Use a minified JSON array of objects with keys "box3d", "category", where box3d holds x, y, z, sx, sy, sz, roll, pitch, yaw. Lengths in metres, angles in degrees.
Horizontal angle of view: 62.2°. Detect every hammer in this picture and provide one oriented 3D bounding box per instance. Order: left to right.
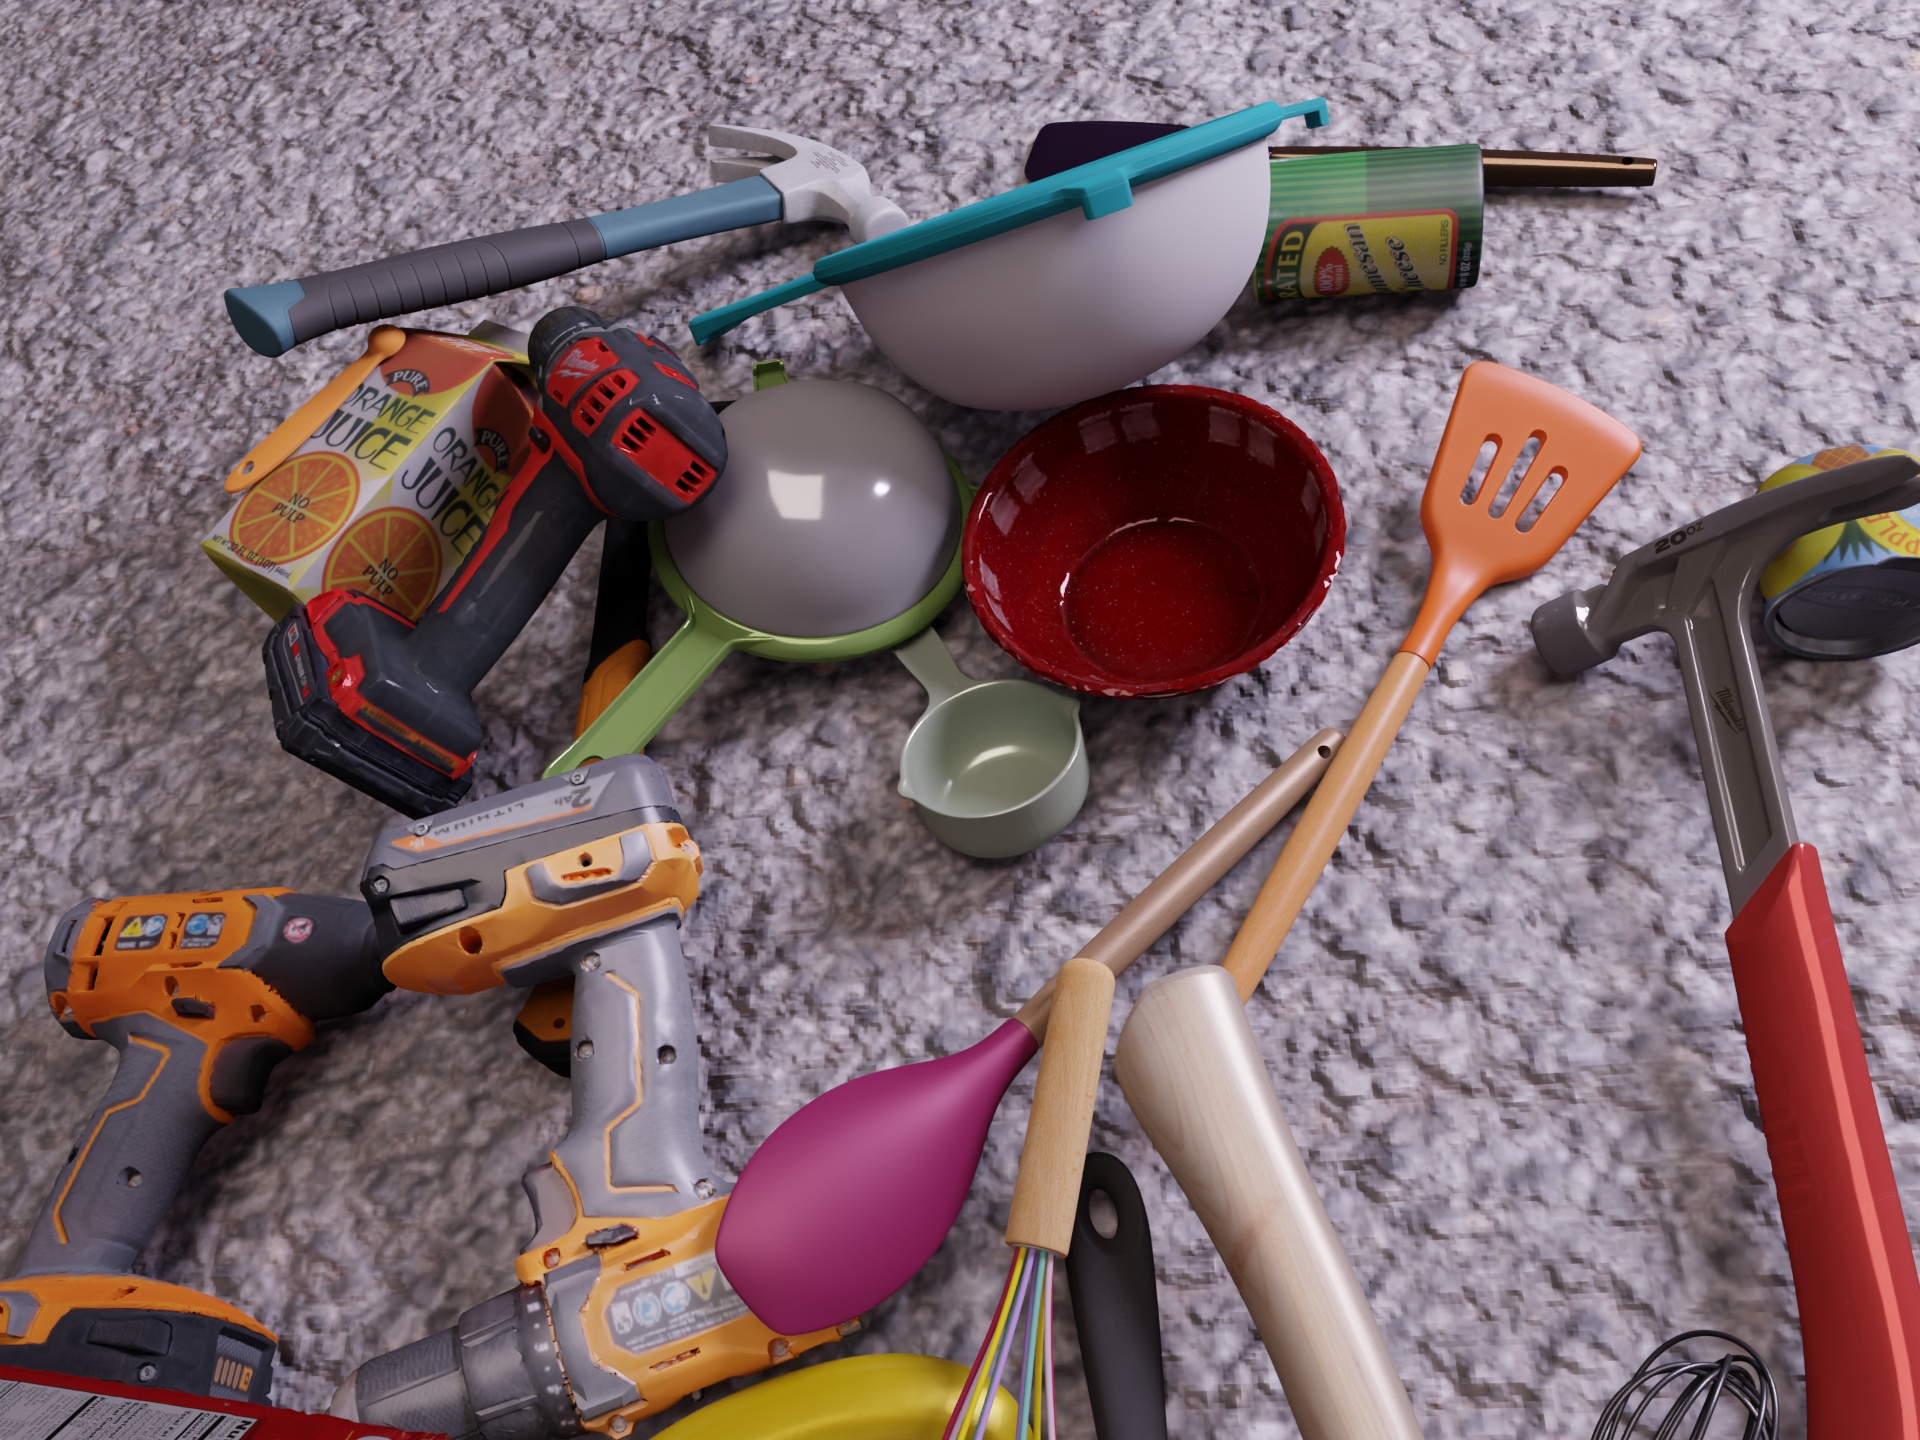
[{"box3d":[-0.200,-0.242,0.813,0.331,0.033,0.128,-22,50,-22],"category":"hammer"},{"box3d":[-0.150,-0.006,0.723,0.127,0.034,0.337,-7,59,11],"category":"hammer"},{"box3d":[0.142,0.255,0.454,0.146,0.038,0.411,-25,57,11],"category":"hammer"},{"box3d":[0.286,0.090,0.528,0.149,0.036,0.359,-28,53,45],"category":"hammer"}]

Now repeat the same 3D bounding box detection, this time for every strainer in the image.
[{"box3d":[-0.094,-0.068,0.682,0.151,0.069,0.256,30,61,14],"category":"strainer"},{"box3d":[0.000,-0.187,0.743,0.340,0.095,0.211,-6,22,41],"category":"strainer"}]

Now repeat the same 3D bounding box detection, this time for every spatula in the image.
[{"box3d":[0.184,-0.282,0.810,0.316,0.018,0.060,9,64,19],"category":"spatula"},{"box3d":[0.171,-0.009,0.632,0.081,0.041,0.323,30,67,11],"category":"spatula"}]

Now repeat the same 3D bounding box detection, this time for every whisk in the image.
[{"box3d":[0.022,0.197,0.522,0.047,0.051,0.245,17,64,-7],"category":"whisk"},{"box3d":[0.059,0.272,0.490,0.073,0.073,0.296,-11,49,7],"category":"whisk"},{"box3d":[0.178,0.290,0.467,0.055,0.055,0.239,27,75,26],"category":"whisk"}]

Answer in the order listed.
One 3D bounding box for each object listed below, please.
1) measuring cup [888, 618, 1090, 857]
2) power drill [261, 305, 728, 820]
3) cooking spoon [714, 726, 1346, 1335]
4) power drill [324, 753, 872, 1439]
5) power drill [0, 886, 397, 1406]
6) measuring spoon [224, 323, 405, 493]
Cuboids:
[{"box3d":[-0.001,-0.002,0.690,0.083,0.038,0.168,-28,41,-7],"category":"measuring cup"},{"box3d":[-0.209,-0.086,0.714,0.226,0.080,0.188,-49,38,4],"category":"power drill"},{"box3d":[0.041,0.099,0.588,0.319,0.017,0.069,-39,84,-24],"category":"cooking spoon"},{"box3d":[-0.153,0.145,0.579,0.185,0.084,0.226,-18,71,-11],"category":"power drill"},{"box3d":[-0.304,0.170,0.633,0.164,0.084,0.227,-5,56,10],"category":"power drill"},{"box3d":[-0.317,-0.154,0.776,0.021,0.011,0.117,30,71,32],"category":"measuring spoon"}]
